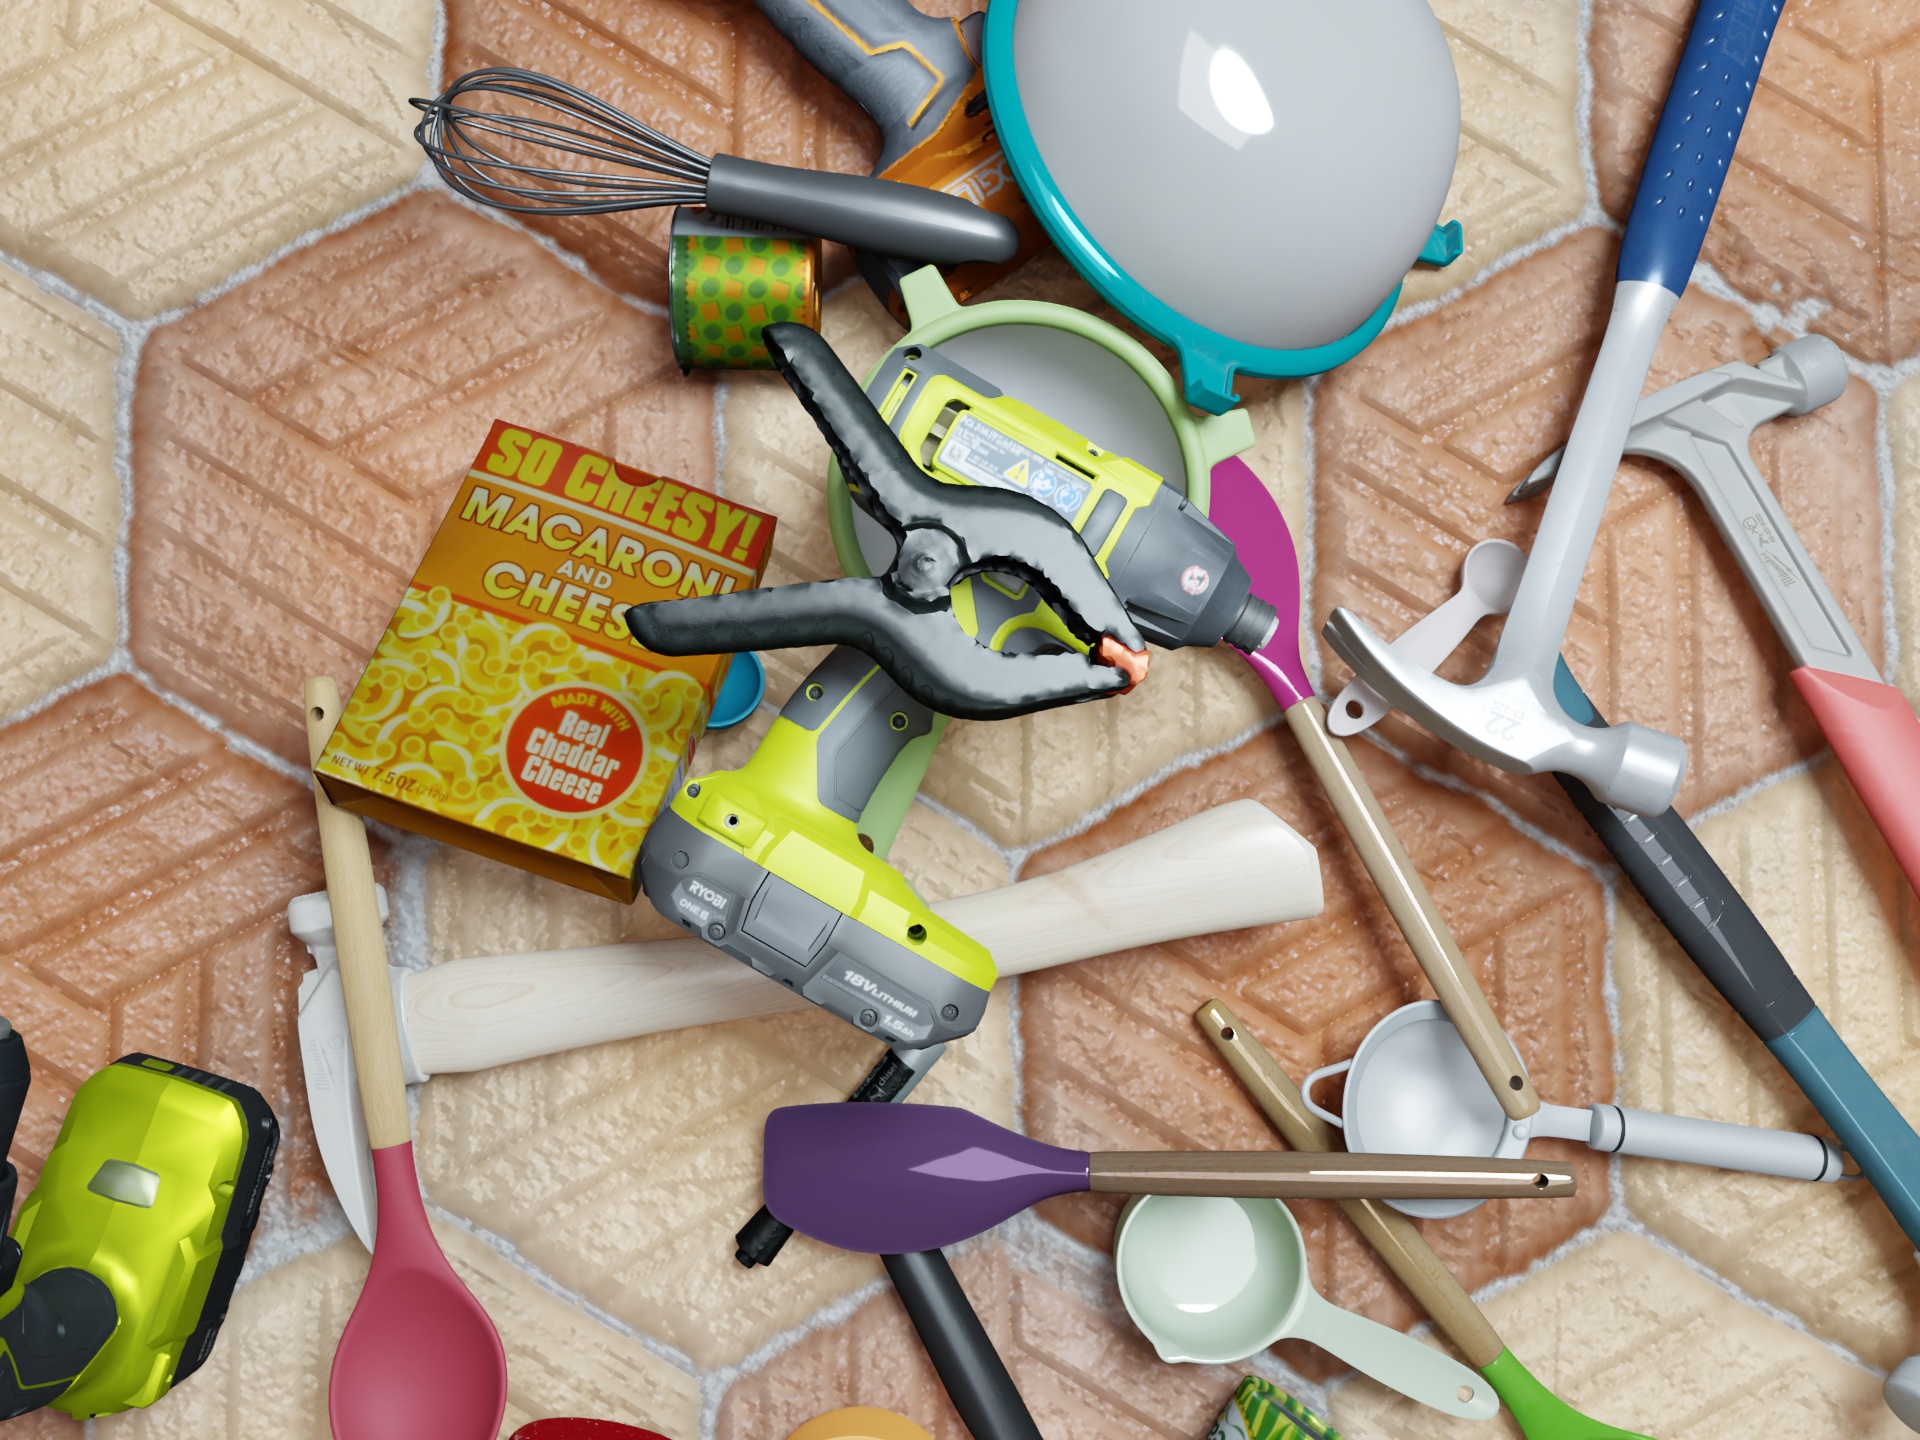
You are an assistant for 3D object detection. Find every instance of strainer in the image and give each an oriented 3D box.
[{"bbox_3d":[0.256,0.168,0.656,0.258,0.050,0.087,10,83,-6],"label":"strainer"},{"bbox_3d":[0.003,-0.046,0.663,0.151,0.069,0.256,24,103,-1],"label":"strainer"},{"bbox_3d":[0.085,-0.299,0.607,0.211,0.095,0.340,-36,94,-34],"label":"strainer"}]

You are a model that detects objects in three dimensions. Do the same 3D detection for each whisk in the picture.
[{"bbox_3d":[-0.094,-0.208,0.612,0.239,0.055,0.055,11,86,-1],"label":"whisk"}]

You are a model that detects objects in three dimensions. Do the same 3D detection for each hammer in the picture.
[{"bbox_3d":[0.330,0.113,0.652,0.128,0.033,0.331,-33,83,-22],"label":"hammer"},{"bbox_3d":[0.374,0.021,0.654,0.149,0.036,0.359,-25,80,-3],"label":"hammer"},{"bbox_3d":[0.276,-0.170,0.659,0.144,0.035,0.405,21,78,7],"label":"hammer"},{"bbox_3d":[-0.060,0.107,0.636,0.410,0.038,0.146,-10,87,3],"label":"hammer"}]

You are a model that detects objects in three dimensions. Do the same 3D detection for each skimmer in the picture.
[{"bbox_3d":[0.069,0.342,0.613,0.127,0.090,0.363,-25,83,-35],"label":"skimmer"}]

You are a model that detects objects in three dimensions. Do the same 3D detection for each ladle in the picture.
[{"bbox_3d":[-0.226,0.138,0.615,0.069,0.031,0.315,-10,87,-1],"label":"ladle"}]

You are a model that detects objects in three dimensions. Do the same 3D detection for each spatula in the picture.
[{"bbox_3d":[0.077,0.180,0.625,0.316,0.018,0.060,-2,83,7],"label":"spatula"}]

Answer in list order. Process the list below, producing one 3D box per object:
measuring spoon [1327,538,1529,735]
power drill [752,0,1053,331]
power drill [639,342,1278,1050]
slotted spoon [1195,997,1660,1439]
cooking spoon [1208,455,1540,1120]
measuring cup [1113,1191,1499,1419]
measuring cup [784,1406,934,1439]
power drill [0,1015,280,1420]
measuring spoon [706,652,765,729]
[{"bbox_3d":[0.195,-0.032,0.669,0.124,0.018,0.034,-39,86,-17],"label":"measuring spoon"},{"bbox_3d":[-0.017,-0.299,0.667,0.164,0.084,0.226,-34,91,-4],"label":"power drill"},{"bbox_3d":[-0.001,-0.002,0.582,0.171,0.080,0.223,30,87,-1],"label":"power drill"},{"bbox_3d":[0.203,0.239,0.656,0.070,0.031,0.314,-40,86,-1],"label":"slotted spoon"},{"bbox_3d":[0.152,0.016,0.656,0.069,0.017,0.319,-24,78,-14],"label":"cooking spoon"},{"bbox_3d":[0.139,0.238,0.649,0.167,0.038,0.083,27,85,-1],"label":"measuring cup"},{"bbox_3d":[-0.014,0.352,0.630,0.095,0.052,0.173,-40,89,-4],"label":"measuring cup"},{"bbox_3d":[-0.323,0.185,0.545,0.080,0.228,0.190,17,85,0],"label":"power drill"},{"bbox_3d":[-0.132,-0.045,0.677,0.042,0.021,0.129,-38,78,-21],"label":"measuring spoon"}]
